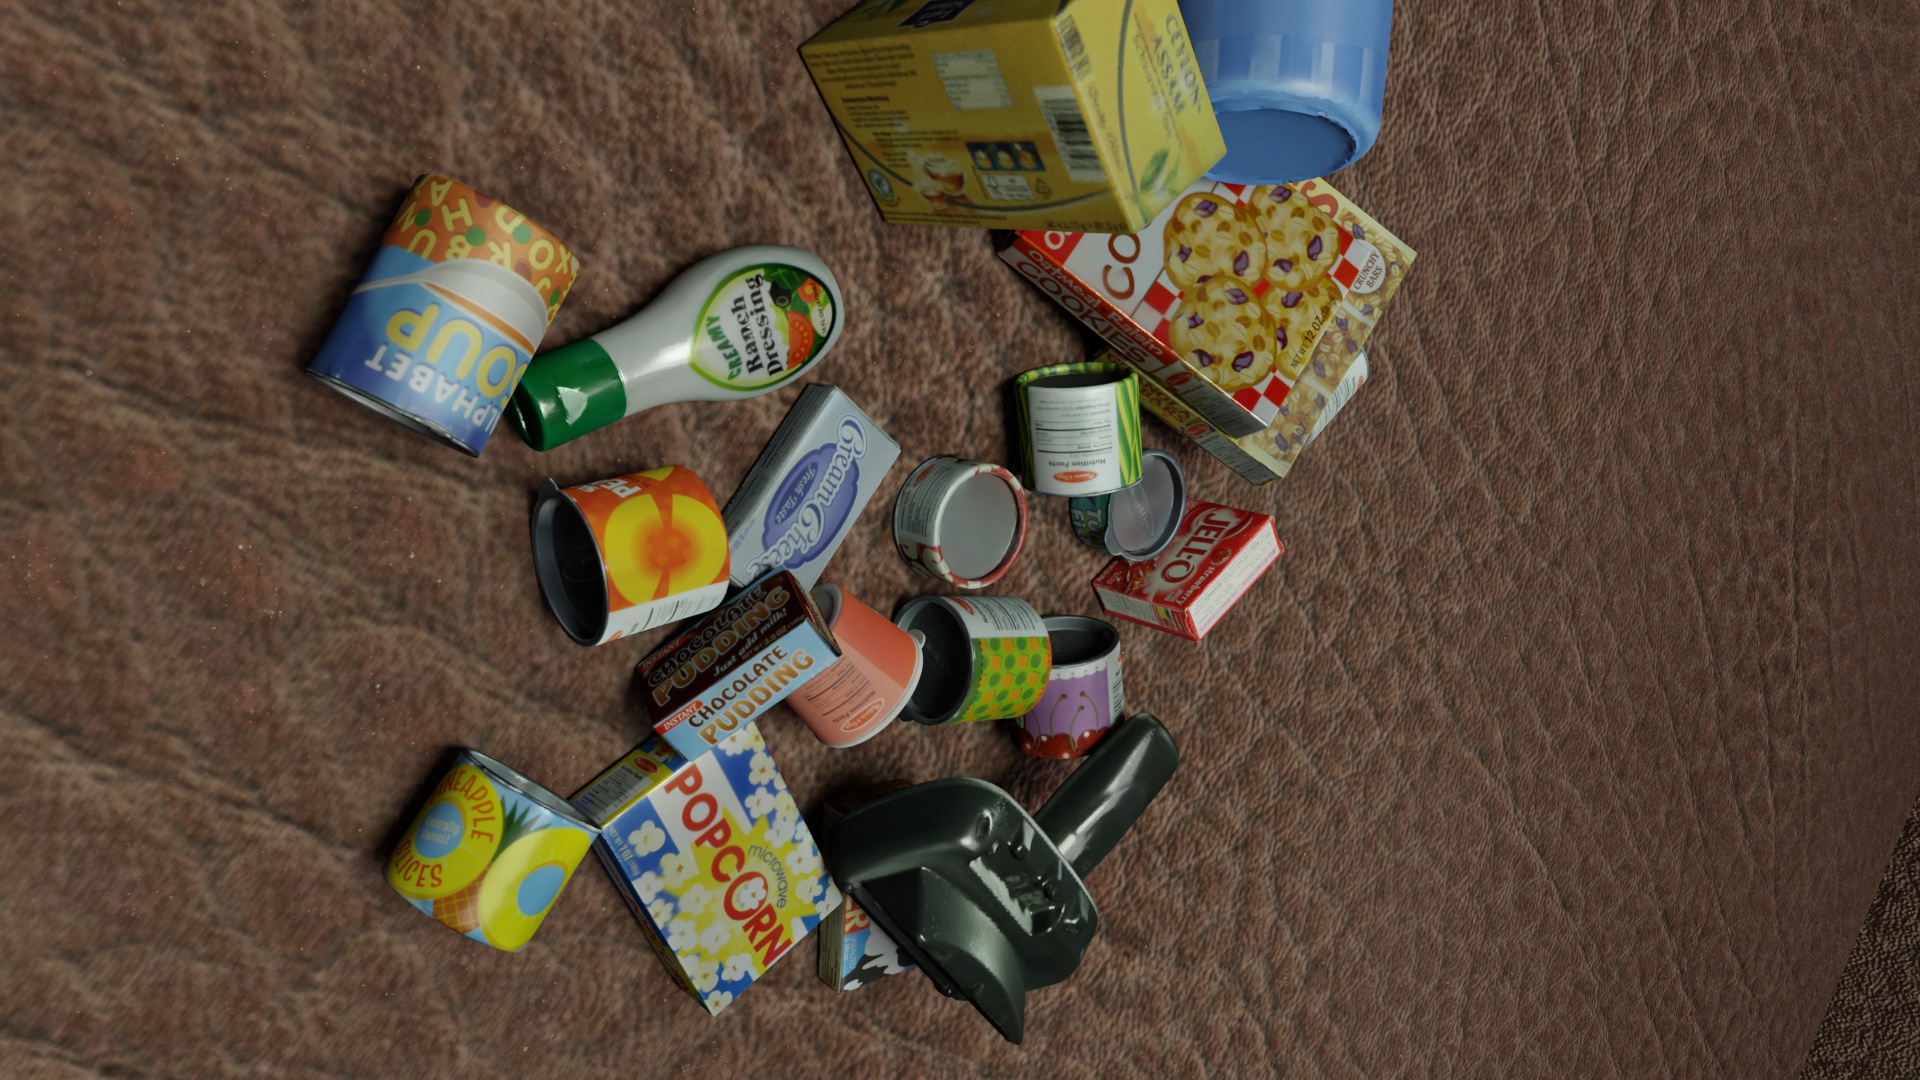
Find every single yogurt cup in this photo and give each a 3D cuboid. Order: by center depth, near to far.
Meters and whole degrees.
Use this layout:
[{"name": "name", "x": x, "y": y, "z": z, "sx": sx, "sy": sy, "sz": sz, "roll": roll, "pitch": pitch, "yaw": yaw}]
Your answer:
[{"name": "yogurt cup", "x": -0.060, "y": 0.057, "z": 0.664, "sx": 0.054, "sy": 0.072, "sz": 0.072, "roll": 46, "pitch": 70, "yaw": -30}]

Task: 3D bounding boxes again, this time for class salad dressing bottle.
[{"name": "salad dressing bottle", "x": -0.119, "y": -0.081, "z": 0.588, "sx": 0.148, "sy": 0.044, "sz": 0.064, "roll": -29, "pitch": 120, "yaw": -32}]

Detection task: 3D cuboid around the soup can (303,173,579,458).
[{"name": "soup can", "x": -0.187, "y": -0.081, "z": 0.510, "sx": 0.071, "sy": 0.071, "sz": 0.084, "roll": 33, "pitch": 79, "yaw": -41}]

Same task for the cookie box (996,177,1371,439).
[{"name": "cookie box", "x": 0.120, "y": -0.153, "z": 0.735, "sx": 0.167, "sy": 0.040, "sz": 0.123, "roll": 36, "pitch": 74, "yaw": -11}]

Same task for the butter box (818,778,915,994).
[{"name": "butter box", "x": -0.047, "y": 0.182, "z": 0.733, "sx": 0.053, "sy": 0.024, "sz": 0.103, "roll": -7, "pitch": 106, "yaw": -39}]

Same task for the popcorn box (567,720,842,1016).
[{"name": "popcorn box", "x": -0.117, "y": 0.147, "z": 0.653, "sx": 0.085, "sy": 0.038, "sz": 0.126, "roll": -38, "pitch": 123, "yaw": -29}]

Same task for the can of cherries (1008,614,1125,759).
[{"name": "can of cherries", "x": 0.054, "y": 0.081, "z": 0.771, "sx": 0.072, "sy": 0.071, "sz": 0.058, "roll": -22, "pitch": 116, "yaw": -36}]

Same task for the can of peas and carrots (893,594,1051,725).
[{"name": "can of peas and carrots", "x": 0.004, "y": 0.063, "z": 0.720, "sx": 0.059, "sy": 0.071, "sz": 0.071, "roll": 2, "pitch": 100, "yaw": -42}]

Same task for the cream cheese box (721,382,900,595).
[{"name": "cream cheese box", "x": -0.076, "y": -0.018, "z": 0.656, "sx": 0.053, "sy": 0.024, "sz": 0.104, "roll": 44, "pitch": 72, "yaw": -40}]

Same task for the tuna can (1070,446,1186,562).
[{"name": "tuna can", "x": 0.095, "y": -0.021, "z": 0.800, "sx": 0.071, "sy": 0.033, "sz": 0.071, "roll": -12, "pitch": 109, "yaw": -39}]

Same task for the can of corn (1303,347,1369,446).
[{"name": "can of corn", "x": 0.204, "y": -0.101, "z": 0.855, "sx": 0.058, "sy": 0.071, "sz": 0.071, "roll": -46, "pitch": 127, "yaw": -19}]

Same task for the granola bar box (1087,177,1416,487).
[{"name": "granola bar box", "x": 0.168, "y": -0.132, "z": 0.793, "sx": 0.124, "sy": 0.039, "sz": 0.166, "roll": 35, "pitch": 75, "yaw": -7}]

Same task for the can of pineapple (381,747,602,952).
[{"name": "can of pineapple", "x": -0.190, "y": 0.124, "z": 0.563, "sx": 0.071, "sy": 0.071, "sz": 0.058, "roll": 42, "pitch": 73, "yaw": -40}]

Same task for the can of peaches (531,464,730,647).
[{"name": "can of peaches", "x": -0.138, "y": 0.003, "z": 0.579, "sx": 0.058, "sy": 0.071, "sz": 0.071, "roll": -16, "pitch": 111, "yaw": -38}]

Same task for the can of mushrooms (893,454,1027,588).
[{"name": "can of mushrooms", "x": 0.003, "y": -0.009, "z": 0.721, "sx": 0.071, "sy": 0.033, "sz": 0.071, "roll": -11, "pitch": 108, "yaw": -39}]

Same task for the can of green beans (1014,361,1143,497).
[{"name": "can of green beans", "x": 0.063, "y": -0.060, "z": 0.739, "sx": 0.071, "sy": 0.071, "sz": 0.057, "roll": -20, "pitch": 113, "yaw": -37}]

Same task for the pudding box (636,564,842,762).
[{"name": "pudding box", "x": -0.099, "y": 0.054, "z": 0.618, "sx": 0.084, "sy": 0.050, "sz": 0.030, "roll": -34, "pitch": 125, "yaw": 0}]
